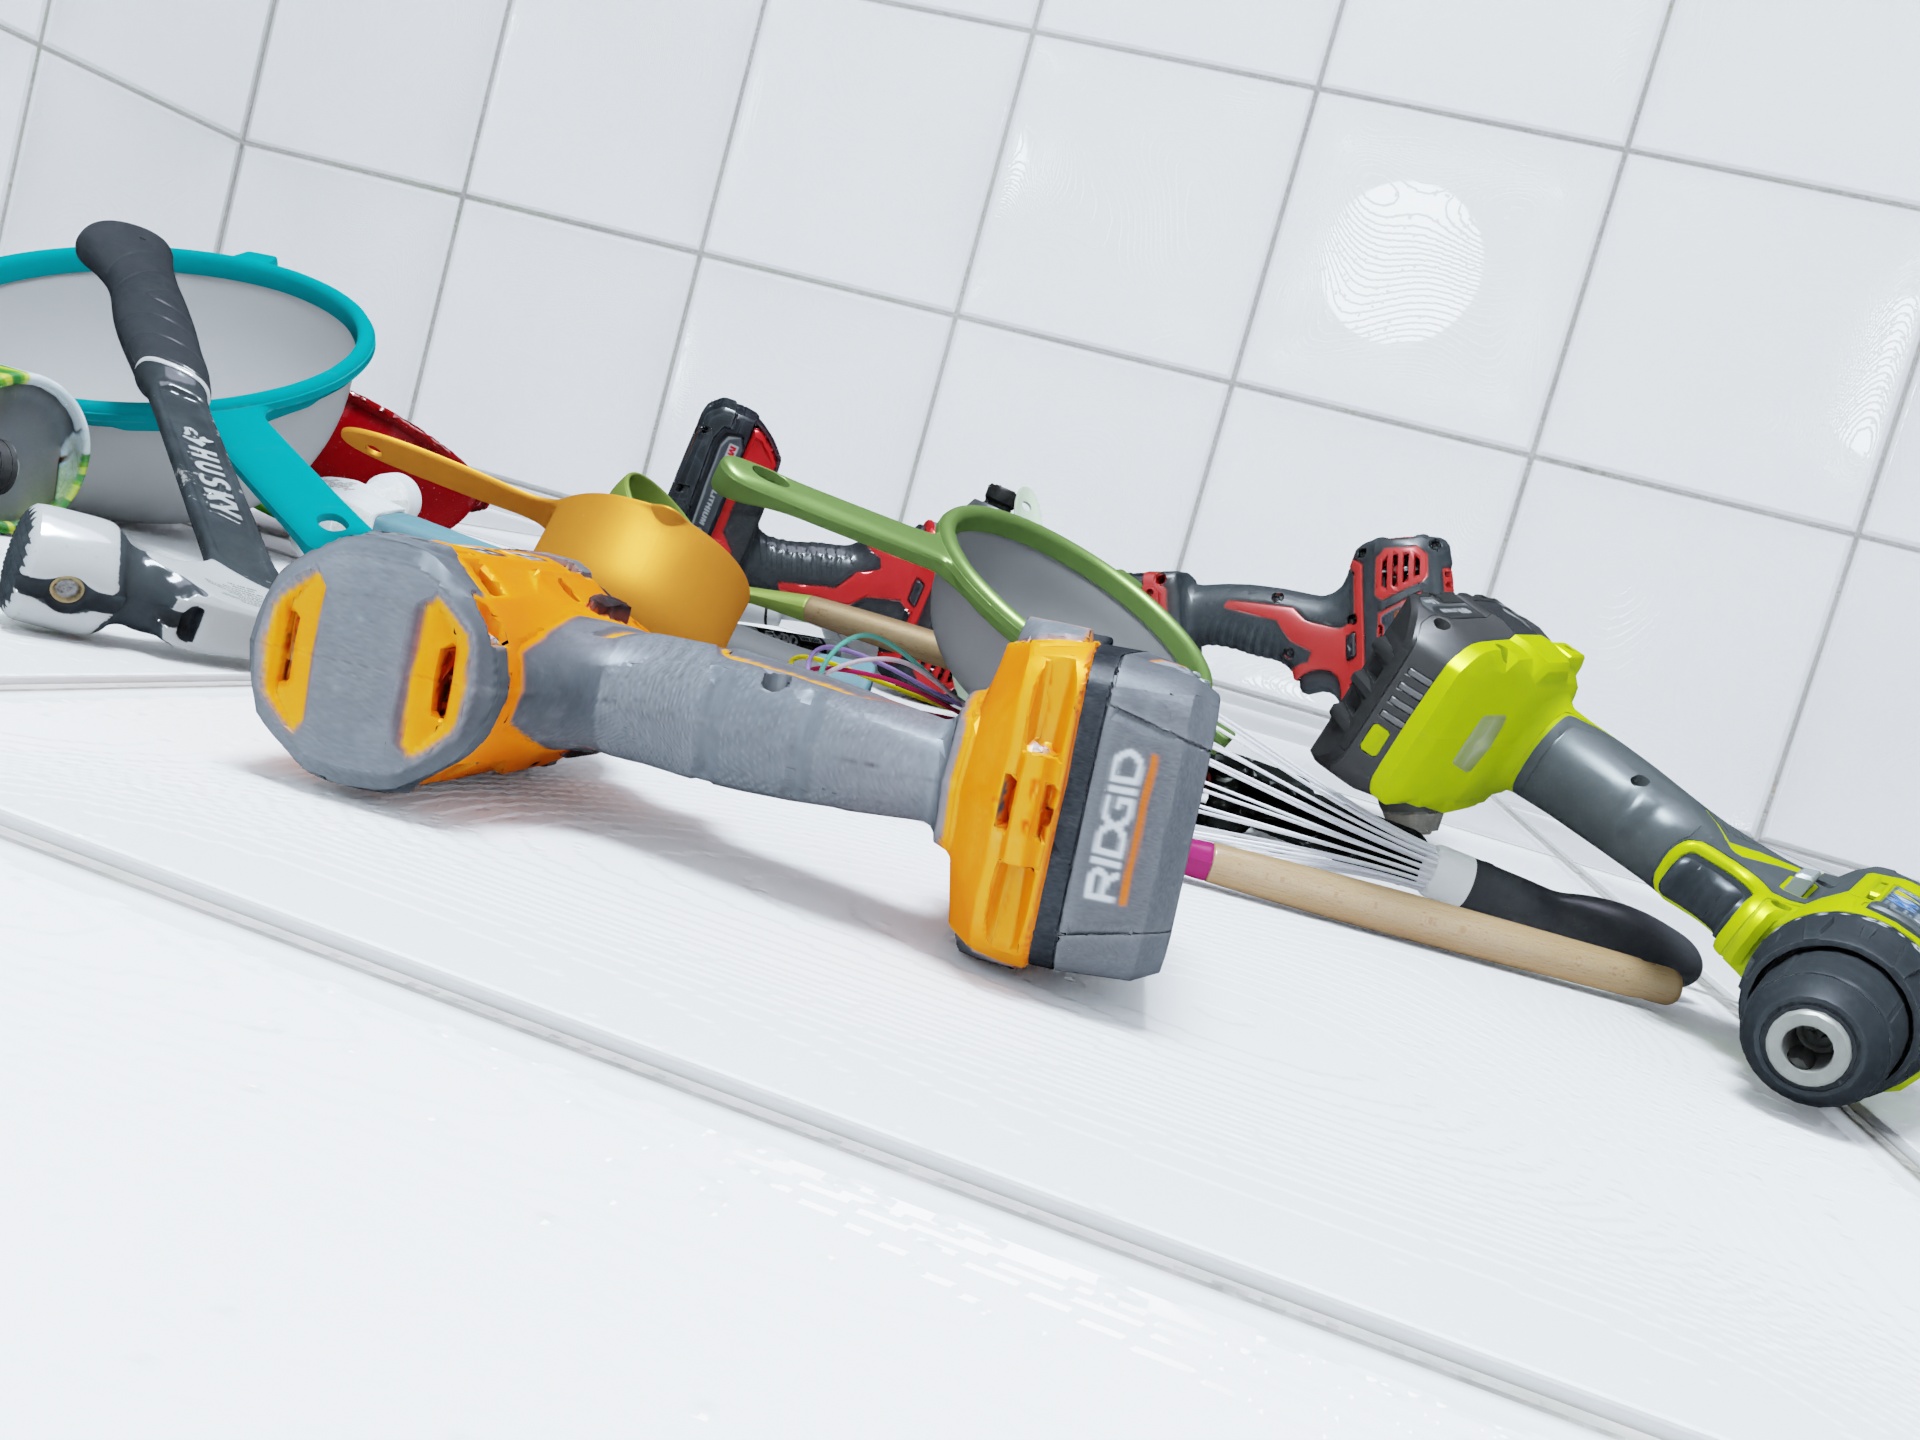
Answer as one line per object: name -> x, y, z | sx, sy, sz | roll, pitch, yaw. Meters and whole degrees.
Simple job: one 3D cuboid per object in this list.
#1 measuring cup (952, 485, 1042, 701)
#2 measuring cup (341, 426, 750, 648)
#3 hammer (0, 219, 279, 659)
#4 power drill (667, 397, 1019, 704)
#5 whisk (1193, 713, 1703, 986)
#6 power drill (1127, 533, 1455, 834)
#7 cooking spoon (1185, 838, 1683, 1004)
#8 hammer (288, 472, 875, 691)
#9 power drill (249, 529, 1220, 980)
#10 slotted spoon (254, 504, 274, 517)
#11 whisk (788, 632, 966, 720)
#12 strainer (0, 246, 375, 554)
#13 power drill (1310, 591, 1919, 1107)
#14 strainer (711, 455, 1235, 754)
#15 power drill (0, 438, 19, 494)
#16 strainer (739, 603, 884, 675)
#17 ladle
measuring cup -> 0.031, -0.066, 0.963 | 0.083, 0.168, 0.038 | 19, -33, -28
measuring cup -> -0.173, -0.062, 0.639 | 0.173, 0.052, 0.095 | 23, -26, -12
hammer -> -0.311, -0.128, 0.644 | 0.149, 0.036, 0.409 | 15, 22, -40
power drill -> -0.071, -0.111, 0.986 | 0.219, 0.143, 0.079 | 22, 8, -15
whisk -> 0.168, 0.051, 0.647 | 0.284, 0.070, 0.070 | 20, 6, 0
power drill -> 0.208, -0.019, 1.030 | 0.227, 0.188, 0.080 | -2, -2, 23
cooking spoon -> 0.118, 0.060, 0.598 | 0.319, 0.017, 0.069 | 15, 1, -2
hammer -> -0.196, -0.065, 0.822 | 0.331, 0.033, 0.128 | 19, 16, 10
power drill -> -0.050, -0.001, 0.440 | 0.226, 0.084, 0.164 | 12, 5, 5
slotted spoon -> -0.338, -0.103, 0.916 | 0.314, 0.031, 0.070 | 18, 2, 9
whisk -> -0.002, -0.004, 0.790 | 0.047, 0.051, 0.244 | 13, 0, 34
strainer -> -0.364, -0.126, 0.764 | 0.211, 0.095, 0.341 | -19, 45, -39
power drill -> 0.247, 0.046, 0.575 | 0.229, 0.080, 0.190 | 40, 24, 28
strainer -> -0.005, -0.047, 0.724 | 0.256, 0.069, 0.152 | 19, 28, -27
power drill -> -0.456, -0.121, 0.539 | 0.223, 0.080, 0.171 | 22, 9, 23
strainer -> -0.117, -0.075, 1.070 | 0.258, 0.086, 0.050 | 7, 46, 0
ladle -> -0.053, -0.064, 0.847 | 0.320, 0.062, 0.078 | 18, 1, 18
